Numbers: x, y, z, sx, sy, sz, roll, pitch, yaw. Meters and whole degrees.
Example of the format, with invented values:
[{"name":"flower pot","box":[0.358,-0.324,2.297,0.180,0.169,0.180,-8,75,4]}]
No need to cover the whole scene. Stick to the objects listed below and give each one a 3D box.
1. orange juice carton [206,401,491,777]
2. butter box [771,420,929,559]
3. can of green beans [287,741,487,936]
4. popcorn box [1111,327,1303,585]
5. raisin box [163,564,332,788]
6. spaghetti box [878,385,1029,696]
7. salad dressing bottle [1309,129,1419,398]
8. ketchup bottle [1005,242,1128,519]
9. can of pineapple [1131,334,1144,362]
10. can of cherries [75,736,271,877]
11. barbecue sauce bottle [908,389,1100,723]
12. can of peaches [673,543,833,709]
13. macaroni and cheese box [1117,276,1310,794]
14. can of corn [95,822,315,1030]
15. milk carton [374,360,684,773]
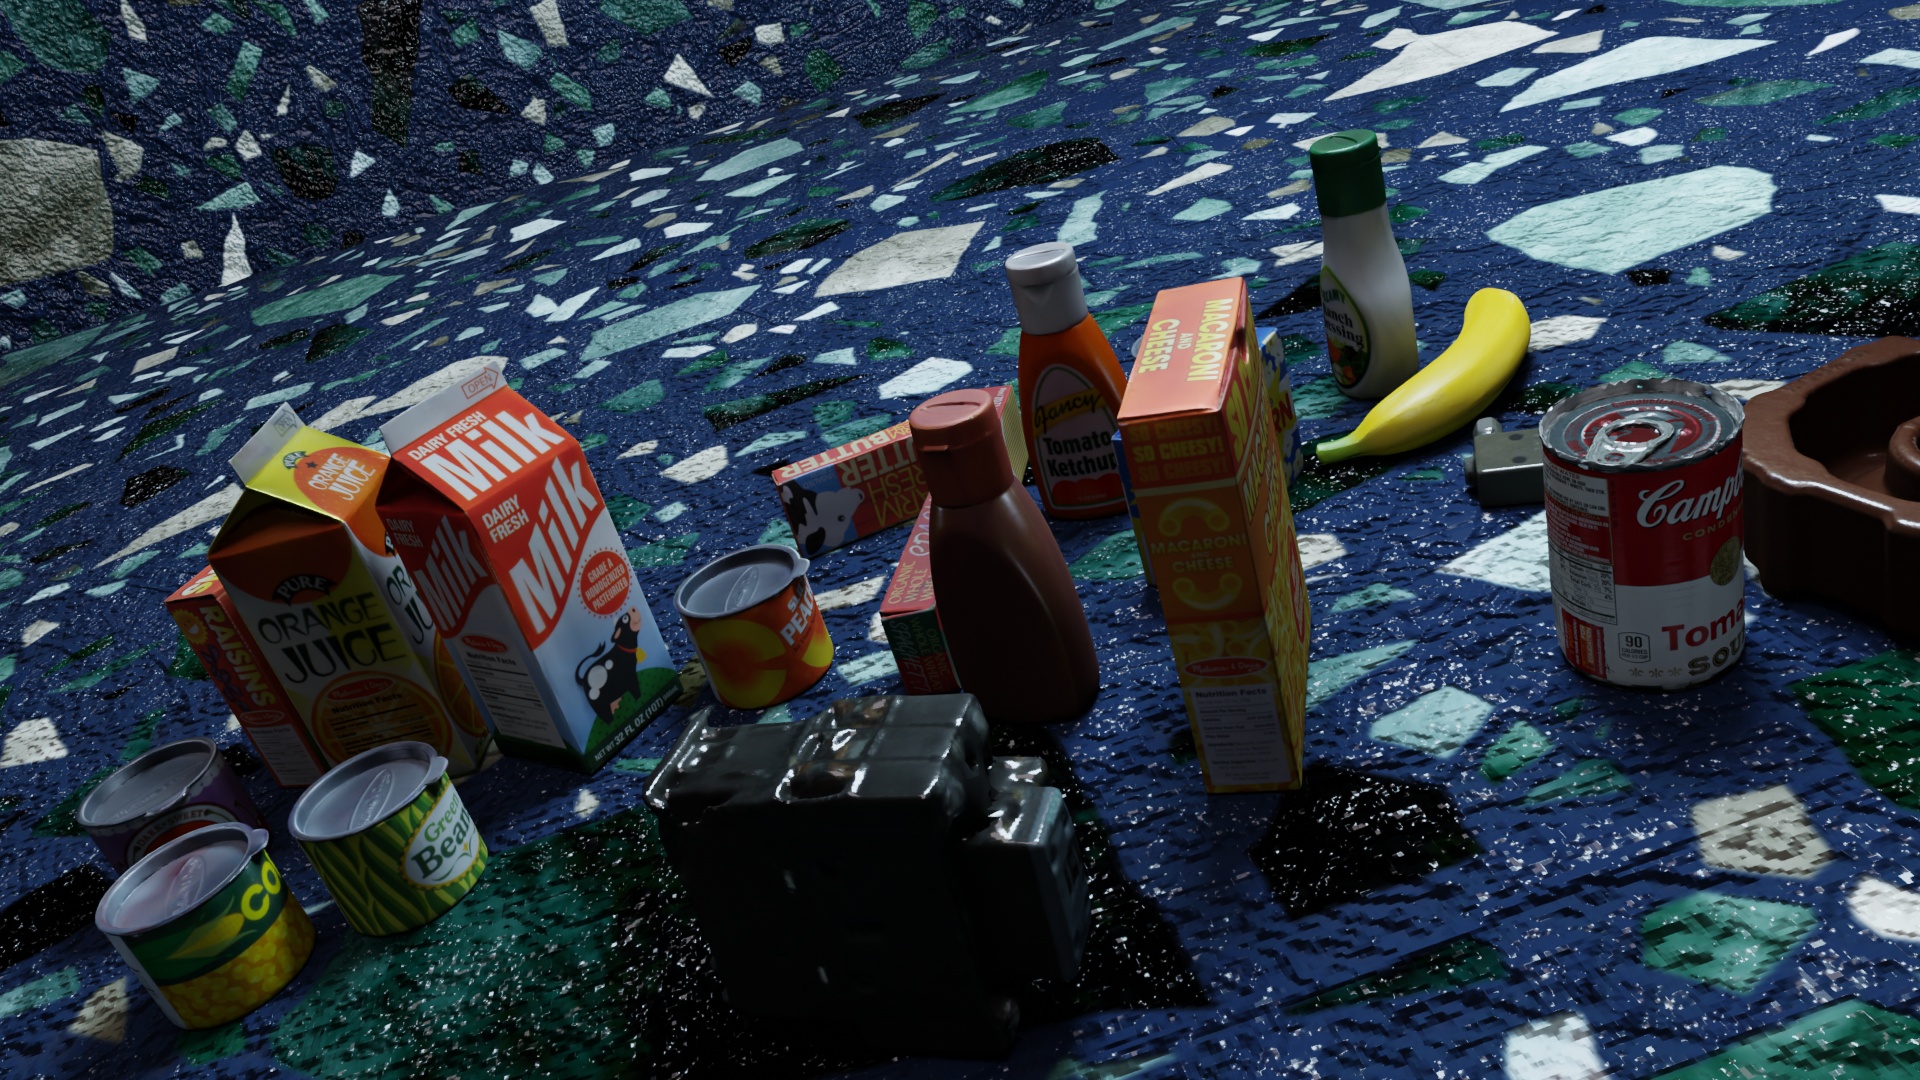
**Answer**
[{"name":"orange juice carton","box":[-0.304,0.029,0.695,0.073,0.191,0.072,-14,27,6]},{"name":"butter box","box":[-0.054,-0.033,0.820,0.104,0.053,0.024,-22,27,-9]},{"name":"can of green beans","box":[-0.254,0.133,0.620,0.071,0.057,0.071,-13,27,7]},{"name":"popcorn box","box":[0.129,-0.044,0.702,0.038,0.085,0.127,4,34,36]},{"name":"raisin box","box":[-0.354,0.058,0.745,0.040,0.123,0.086,-7,29,20]},{"name":"spaghetti box","box":[0.003,-0.009,0.748,0.028,0.050,0.251,-9,28,16]},{"name":"salad dressing bottle","box":[0.226,-0.155,0.785,0.044,0.147,0.064,-20,27,-6]},{"name":"ketchup bottle","box":[0.059,-0.085,0.748,0.064,0.148,0.044,-8,28,18]},{"name":"can of pineapple","box":[0.141,-0.094,0.818,0.071,0.057,0.071,-13,27,7]},{"name":"can of cherries","box":[-0.382,0.140,0.679,0.071,0.058,0.072,-13,27,7]},{"name":"barbecue sauce bottle","box":[0.015,0.009,0.600,0.065,0.148,0.044,1,32,31]},{"name":"can of peaches","box":[-0.101,0.043,0.700,0.071,0.057,0.071,-13,27,7]},{"name":"macaroni and cheese box","box":[0.107,-0.004,0.551,0.040,0.165,0.124,-7,29,20]},{"name":"can of corn","box":[-0.320,0.164,0.598,0.071,0.058,0.071,-13,27,7]},{"name":"milk carton","box":[-0.213,0.013,0.675,0.073,0.189,0.073,3,33,35]}]
